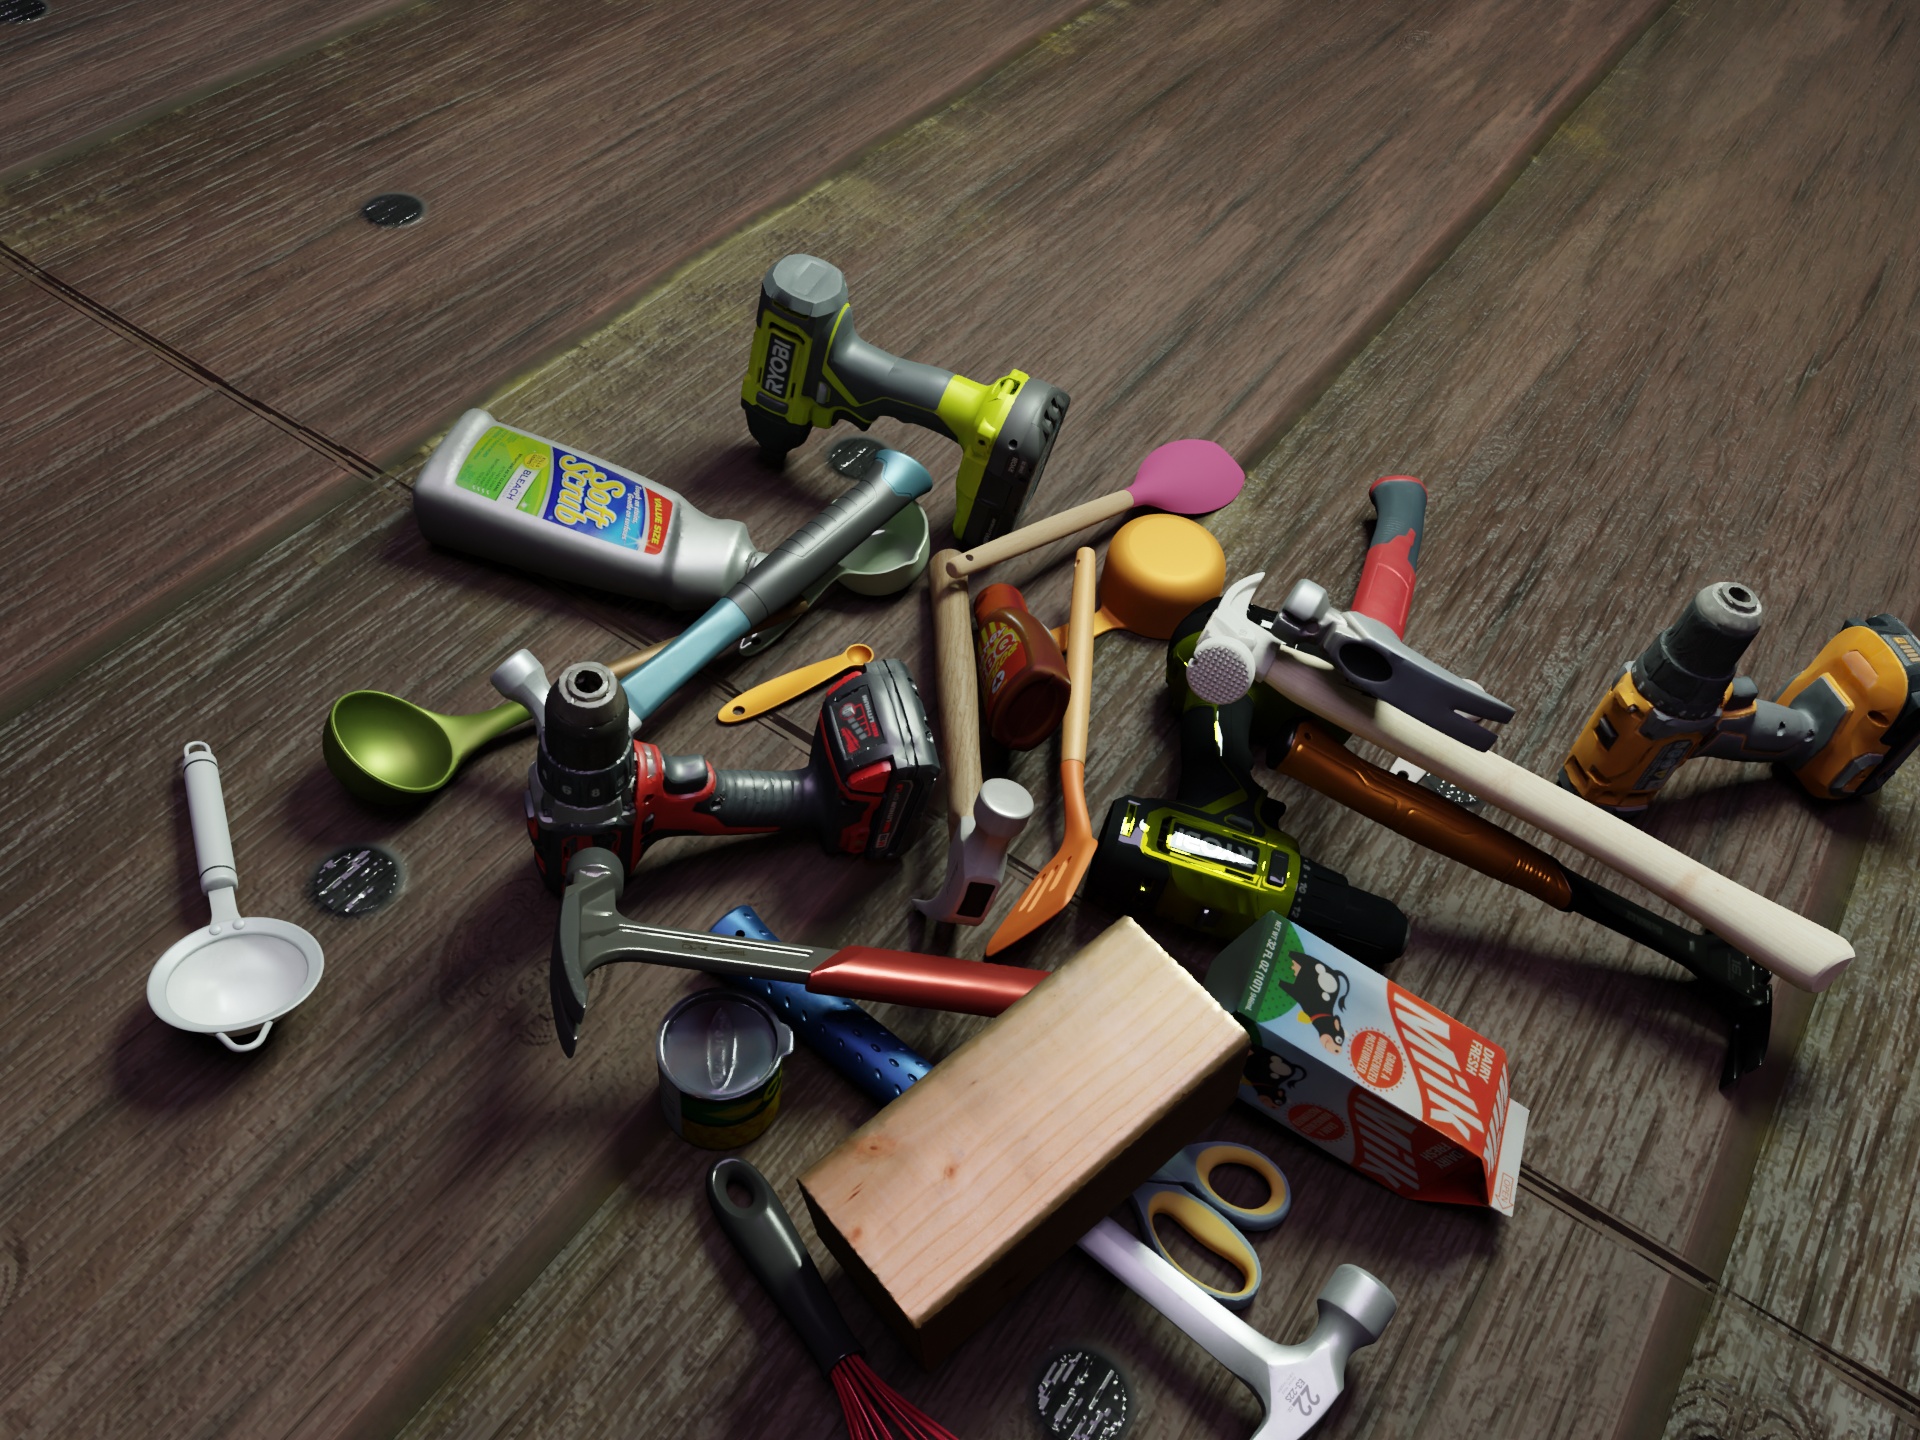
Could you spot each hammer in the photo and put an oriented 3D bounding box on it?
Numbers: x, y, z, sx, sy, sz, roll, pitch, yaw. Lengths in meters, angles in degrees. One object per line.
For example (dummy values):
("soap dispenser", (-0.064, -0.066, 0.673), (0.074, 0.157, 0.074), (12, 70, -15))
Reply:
("hammer", (-0.034, 0.142, 0.845), (0.359, 0.036, 0.149), (11, 23, -17))
("hammer", (-0.137, -0.078, 1.033), (0.128, 0.033, 0.331), (50, 61, -6))
("hammer", (0.301, -0.094, 1.065), (0.143, 0.038, 0.386), (31, 28, 5))
("hammer", (-0.002, -0.003, 1.002), (0.031, 0.130, 0.332), (12, 37, -13))
("hammer", (0.334, 0.093, 0.953), (0.337, 0.034, 0.127), (27, 50, -3))
("hammer", (0.330, 0.037, 0.944), (0.410, 0.038, 0.146), (29, 29, 5))
("hammer", (0.015, 0.230, 0.831), (0.406, 0.035, 0.144), (34, 64, 23))

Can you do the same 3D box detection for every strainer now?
("strainer", (-0.413, 0.098, 0.892), (0.087, 0.050, 0.259), (-11, 46, -24))

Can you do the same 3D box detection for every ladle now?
("ladle", (-0.239, -0.028, 1.004), (0.320, 0.062, 0.078), (-23, 66, -23))

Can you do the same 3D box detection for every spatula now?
("spatula", (0.066, 0.006, 1.012), (0.041, 0.081, 0.323), (26, 48, -23))

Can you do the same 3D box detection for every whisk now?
("whisk", (-0.045, 0.318, 0.744), (0.073, 0.073, 0.296), (-23, 50, -25))

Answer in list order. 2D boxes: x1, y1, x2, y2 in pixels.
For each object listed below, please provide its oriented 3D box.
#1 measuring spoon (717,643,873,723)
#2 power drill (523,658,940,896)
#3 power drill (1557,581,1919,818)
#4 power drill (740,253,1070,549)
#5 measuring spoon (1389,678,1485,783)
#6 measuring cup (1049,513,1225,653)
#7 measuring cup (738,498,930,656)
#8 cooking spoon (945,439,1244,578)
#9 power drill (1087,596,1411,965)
("measuring spoon", (-0.109, -0.022, 1.060), (0.117, 0.011, 0.021), (-26, 57, -23))
("power drill", (-0.132, 0.024, 0.902), (0.226, 0.187, 0.080), (-7, 57, -19))
("power drill", (0.523, -0.018, 1.030), (0.226, 0.185, 0.084), (-3, 48, -15))
("power drill", (-0.048, -0.216, 1.142), (0.223, 0.171, 0.080), (26, 52, 3))
("measuring spoon", (0.325, 0.008, 1.086), (0.034, 0.018, 0.124), (34, 54, 20))
("measuring cup", (0.112, -0.090, 1.118), (0.173, 0.052, 0.095), (-25, 57, -27))
("measuring cup", (-0.089, -0.093, 1.112), (0.083, 0.038, 0.167), (38, 71, 25))
("cooking spoon", (0.105, -0.155, 1.164), (0.319, 0.017, 0.069), (-26, 70, -39))
("power drill", (0.195, 0.043, 1.001), (0.190, 0.080, 0.229), (18, 51, 2))
